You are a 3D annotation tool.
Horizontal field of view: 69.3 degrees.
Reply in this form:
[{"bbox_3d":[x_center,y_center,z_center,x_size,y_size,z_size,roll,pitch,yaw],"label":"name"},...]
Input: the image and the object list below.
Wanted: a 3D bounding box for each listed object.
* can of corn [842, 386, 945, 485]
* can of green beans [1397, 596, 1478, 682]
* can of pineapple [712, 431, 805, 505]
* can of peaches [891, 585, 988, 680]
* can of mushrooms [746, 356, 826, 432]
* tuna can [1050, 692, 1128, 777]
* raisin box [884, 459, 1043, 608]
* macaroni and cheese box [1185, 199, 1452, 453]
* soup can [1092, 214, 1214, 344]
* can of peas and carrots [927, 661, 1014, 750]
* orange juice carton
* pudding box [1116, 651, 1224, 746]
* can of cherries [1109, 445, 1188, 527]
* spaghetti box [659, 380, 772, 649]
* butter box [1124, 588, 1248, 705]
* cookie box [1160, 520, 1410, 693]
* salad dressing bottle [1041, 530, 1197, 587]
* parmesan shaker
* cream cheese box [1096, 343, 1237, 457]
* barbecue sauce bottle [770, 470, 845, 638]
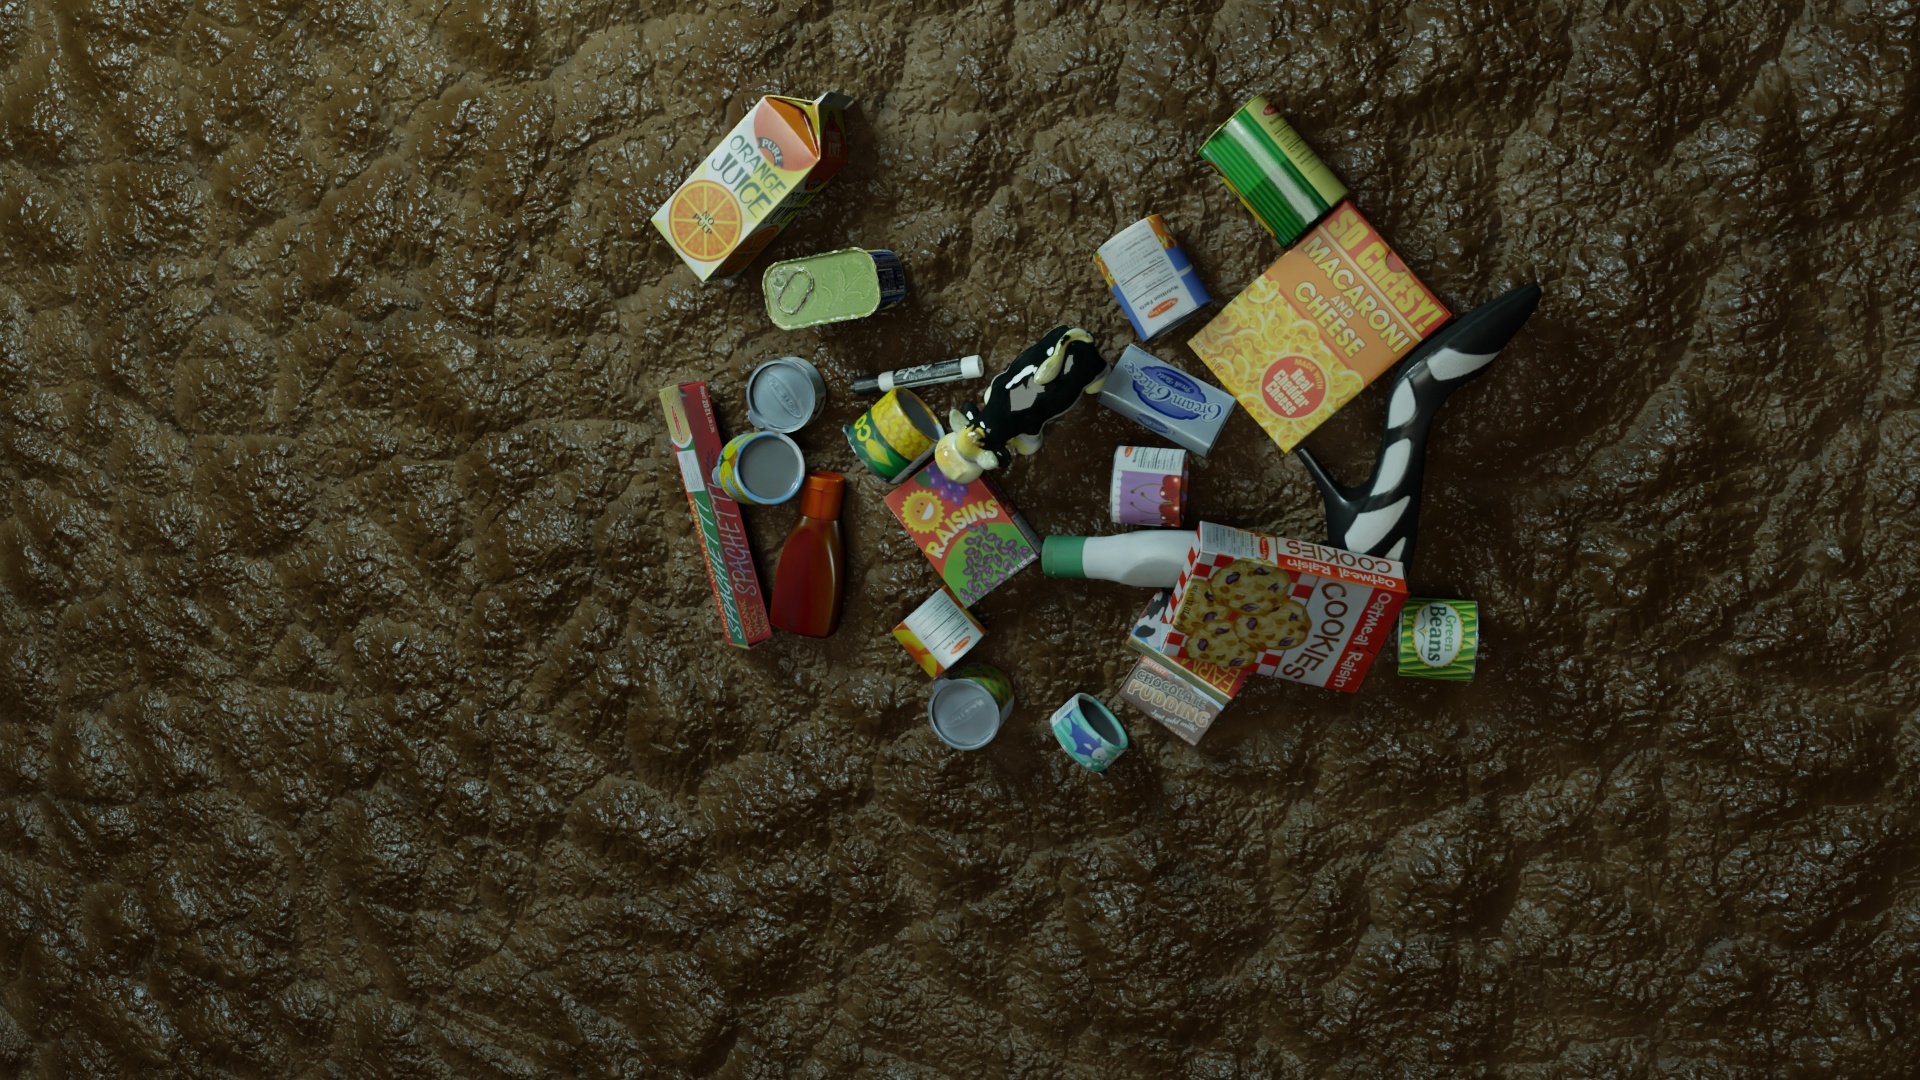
[{"bbox_3d":[-0.057,-0.093,1.209,0.058,0.071,0.071,-40,90,21],"label":"can of corn"},{"bbox_3d":[0.386,0.080,1.125,0.058,0.071,0.071,3,103,15],"label":"can of green beans"},{"bbox_3d":[-0.179,-0.063,1.240,0.071,0.058,0.071,0,91,-24],"label":"can of pineapple"},{"bbox_3d":[-0.019,0.082,1.240,0.071,0.071,0.058,-42,89,20],"label":"can of peaches"},{"bbox_3d":[-0.158,-0.130,1.248,0.071,0.033,0.071,3,103,14],"label":"can of mushrooms"},{"bbox_3d":[0.115,0.170,1.219,0.071,0.071,0.032,45,109,2],"label":"tuna can"},{"bbox_3d":[0.004,-0.015,1.225,0.086,0.040,0.123,-37,91,19],"label":"raisin box"},{"bbox_3d":[0.285,-0.170,1.113,0.166,0.040,0.123,-42,90,20],"label":"macaroni and cheese box"},{"bbox_3d":[0.156,-0.212,1.126,0.071,0.071,0.084,-31,88,20],"label":"soup can"},{"bbox_3d":[0.009,0.146,1.248,0.071,0.059,0.070,3,102,15],"label":"can of peas and carrots"},{"bbox_3d":[-0.167,-0.314,1.191,0.192,0.072,0.073,-41,90,20],"label":"orange juice carton"},{"bbox_3d":[0.185,0.135,1.212,0.084,0.030,0.049,34,108,6],"label":"pudding box"},{"bbox_3d":[0.159,-0.043,1.163,0.058,0.072,0.071,4,103,14],"label":"can of cherries"},{"bbox_3d":[-0.225,-0.023,1.281,0.050,0.029,0.249,-1,105,57],"label":"spaghetti box"},{"bbox_3d":[0.198,0.091,1.189,0.103,0.024,0.053,33,69,7],"label":"butter box"},{"bbox_3d":[0.259,0.057,1.126,0.167,0.040,0.122,12,132,-1],"label":"cookie box"},{"bbox_3d":[0.144,0.015,1.185,0.147,0.064,0.044,1,65,22],"label":"salad dressing bottle"},{"bbox_3d":[0.243,-0.286,1.083,0.071,0.071,0.103,-41,89,20],"label":"parmesan shaker"},{"bbox_3d":[0.171,-0.116,1.151,0.104,0.024,0.053,29,70,8],"label":"cream cheese box"},{"bbox_3d":[-0.133,0.012,1.267,0.065,0.044,0.148,13,105,14],"label":"barbecue sauce bottle"}]
